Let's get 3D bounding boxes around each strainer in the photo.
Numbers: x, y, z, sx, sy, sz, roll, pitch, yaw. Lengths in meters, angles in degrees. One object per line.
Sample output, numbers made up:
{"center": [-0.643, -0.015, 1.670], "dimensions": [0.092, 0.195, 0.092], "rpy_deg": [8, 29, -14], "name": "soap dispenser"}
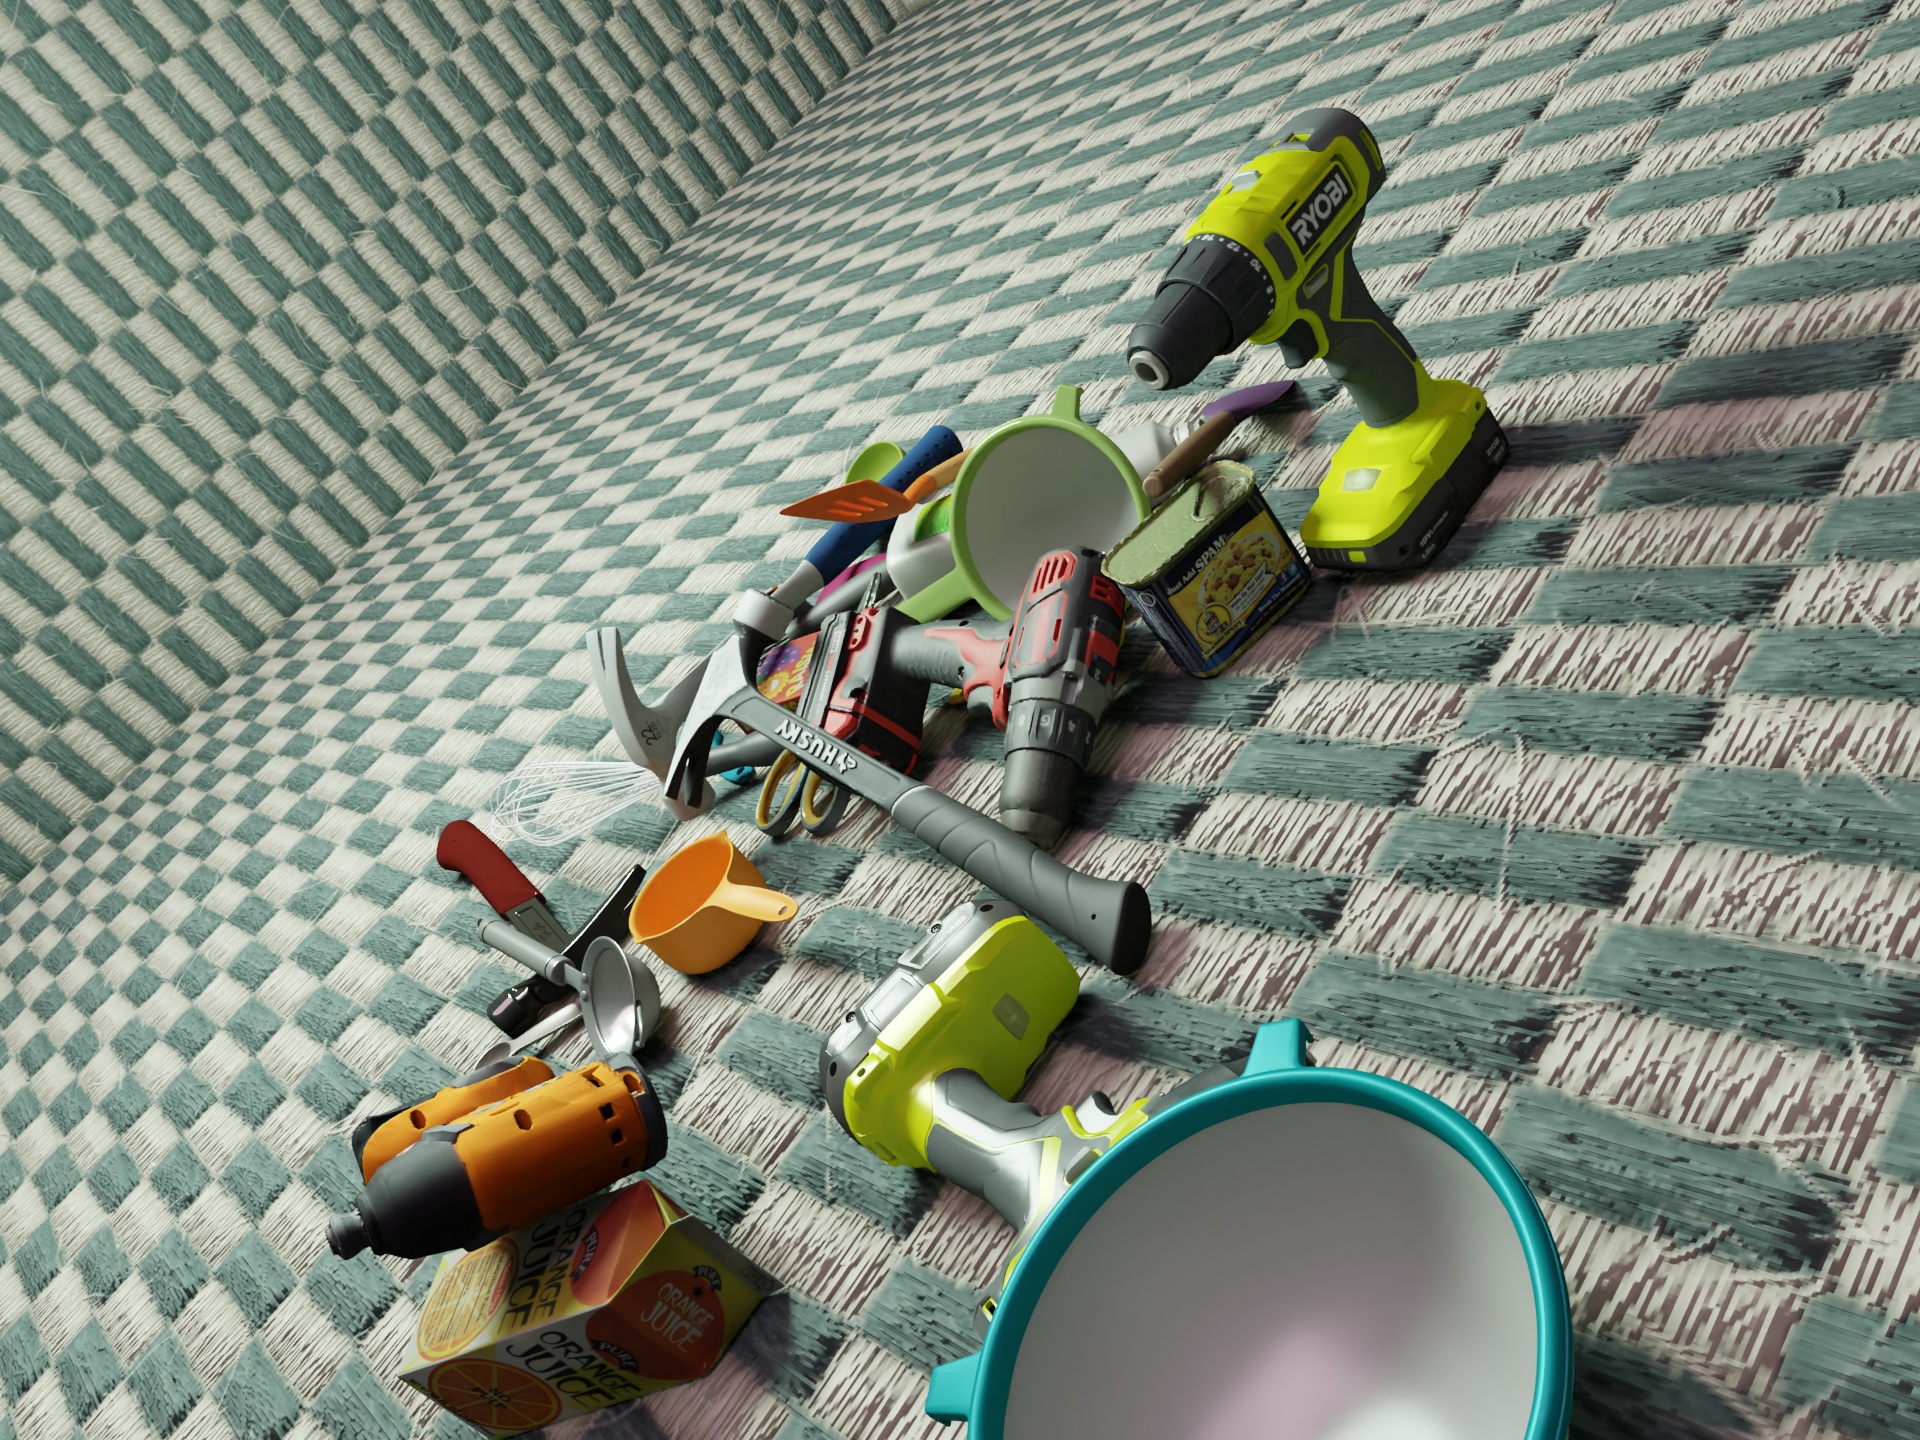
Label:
{"center": [-0.265, 0.170, 1.076], "dimensions": [0.050, 0.087, 0.259], "rpy_deg": [-5, 14, -43], "name": "strainer"}
{"center": [0.034, -0.112, 1.108], "dimensions": [0.256, 0.151, 0.069], "rpy_deg": [-30, -2, 35], "name": "strainer"}
{"center": [0.137, 0.247, 0.464], "dimensions": [0.211, 0.095, 0.341], "rpy_deg": [-45, 30, -4], "name": "strainer"}

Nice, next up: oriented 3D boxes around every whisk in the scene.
{"center": [-0.134, -0.067, 1.293], "dimensions": [0.239, 0.055, 0.055], "rpy_deg": [-32, 29, 8], "name": "whisk"}
{"center": [-0.236, 0.042, 1.215], "dimensions": [0.284, 0.070, 0.070], "rpy_deg": [-14, 35, 16], "name": "whisk"}

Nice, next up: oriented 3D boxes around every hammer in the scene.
{"center": [-0.119, -0.108, 1.189], "dimensions": [0.035, 0.144, 0.406], "rpy_deg": [-4, 35, 43], "name": "hammer"}
{"center": [-0.355, 0.132, 1.280], "dimensions": [0.149, 0.036, 0.359], "rpy_deg": [-46, 29, -13], "name": "hammer"}
{"center": [-0.043, 0.046, 0.929], "dimensions": [0.409, 0.036, 0.149], "rpy_deg": [28, 90, 45], "name": "hammer"}

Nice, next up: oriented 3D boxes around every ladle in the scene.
{"center": [-0.125, -0.139, 1.314], "dimensions": [0.078, 0.062, 0.320], "rpy_deg": [-19, 22, 39], "name": "ladle"}

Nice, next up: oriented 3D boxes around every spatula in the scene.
{"center": [0.163, -0.187, 1.026], "dimensions": [0.060, 0.018, 0.316], "rpy_deg": [-8, 18, 25], "name": "spatula"}
{"center": [-0.016, -0.198, 1.228], "dimensions": [0.081, 0.041, 0.322], "rpy_deg": [-14, 15, 35], "name": "spatula"}

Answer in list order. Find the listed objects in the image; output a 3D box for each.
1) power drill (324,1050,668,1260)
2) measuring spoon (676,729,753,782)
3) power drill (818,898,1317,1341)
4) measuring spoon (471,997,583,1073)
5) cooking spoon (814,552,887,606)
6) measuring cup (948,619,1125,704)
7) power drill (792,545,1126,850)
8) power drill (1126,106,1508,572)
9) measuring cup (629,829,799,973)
{"center": [-0.264, 0.239, 0.856], "dimensions": [0.164, 0.084, 0.226], "rpy_deg": [-19, -3, -29], "name": "power drill"}
{"center": [-0.195, 0.026, 1.256], "dimensions": [0.042, 0.021, 0.129], "rpy_deg": [-47, 28, -13], "name": "measuring spoon"}
{"center": [0.043, 0.173, 0.706], "dimensions": [0.171, 0.080, 0.223], "rpy_deg": [-46, 32, -9], "name": "power drill"}
{"center": [-0.281, 0.217, 1.098], "dimensions": [0.124, 0.018, 0.034], "rpy_deg": [-31, 28, 2], "name": "measuring spoon"}
{"center": [-0.001, -0.149, 1.281], "dimensions": [0.319, 0.017, 0.069], "rpy_deg": [-19, 34, 35], "name": "cooking spoon"}
{"center": [0.050, -0.036, 1.058], "dimensions": [0.156, 0.029, 0.062], "rpy_deg": [-29, 38, 44], "name": "measuring cup"}
{"center": [-0.002, -0.003, 0.993], "dimensions": [0.227, 0.080, 0.188], "rpy_deg": [-10, 58, 42], "name": "power drill"}
{"center": [0.197, -0.191, 0.878], "dimensions": [0.190, 0.228, 0.080], "rpy_deg": [-51, 30, -20], "name": "power drill"}
{"center": [-0.142, 0.126, 1.018], "dimensions": [0.174, 0.052, 0.095], "rpy_deg": [3, 50, 50], "name": "measuring cup"}
